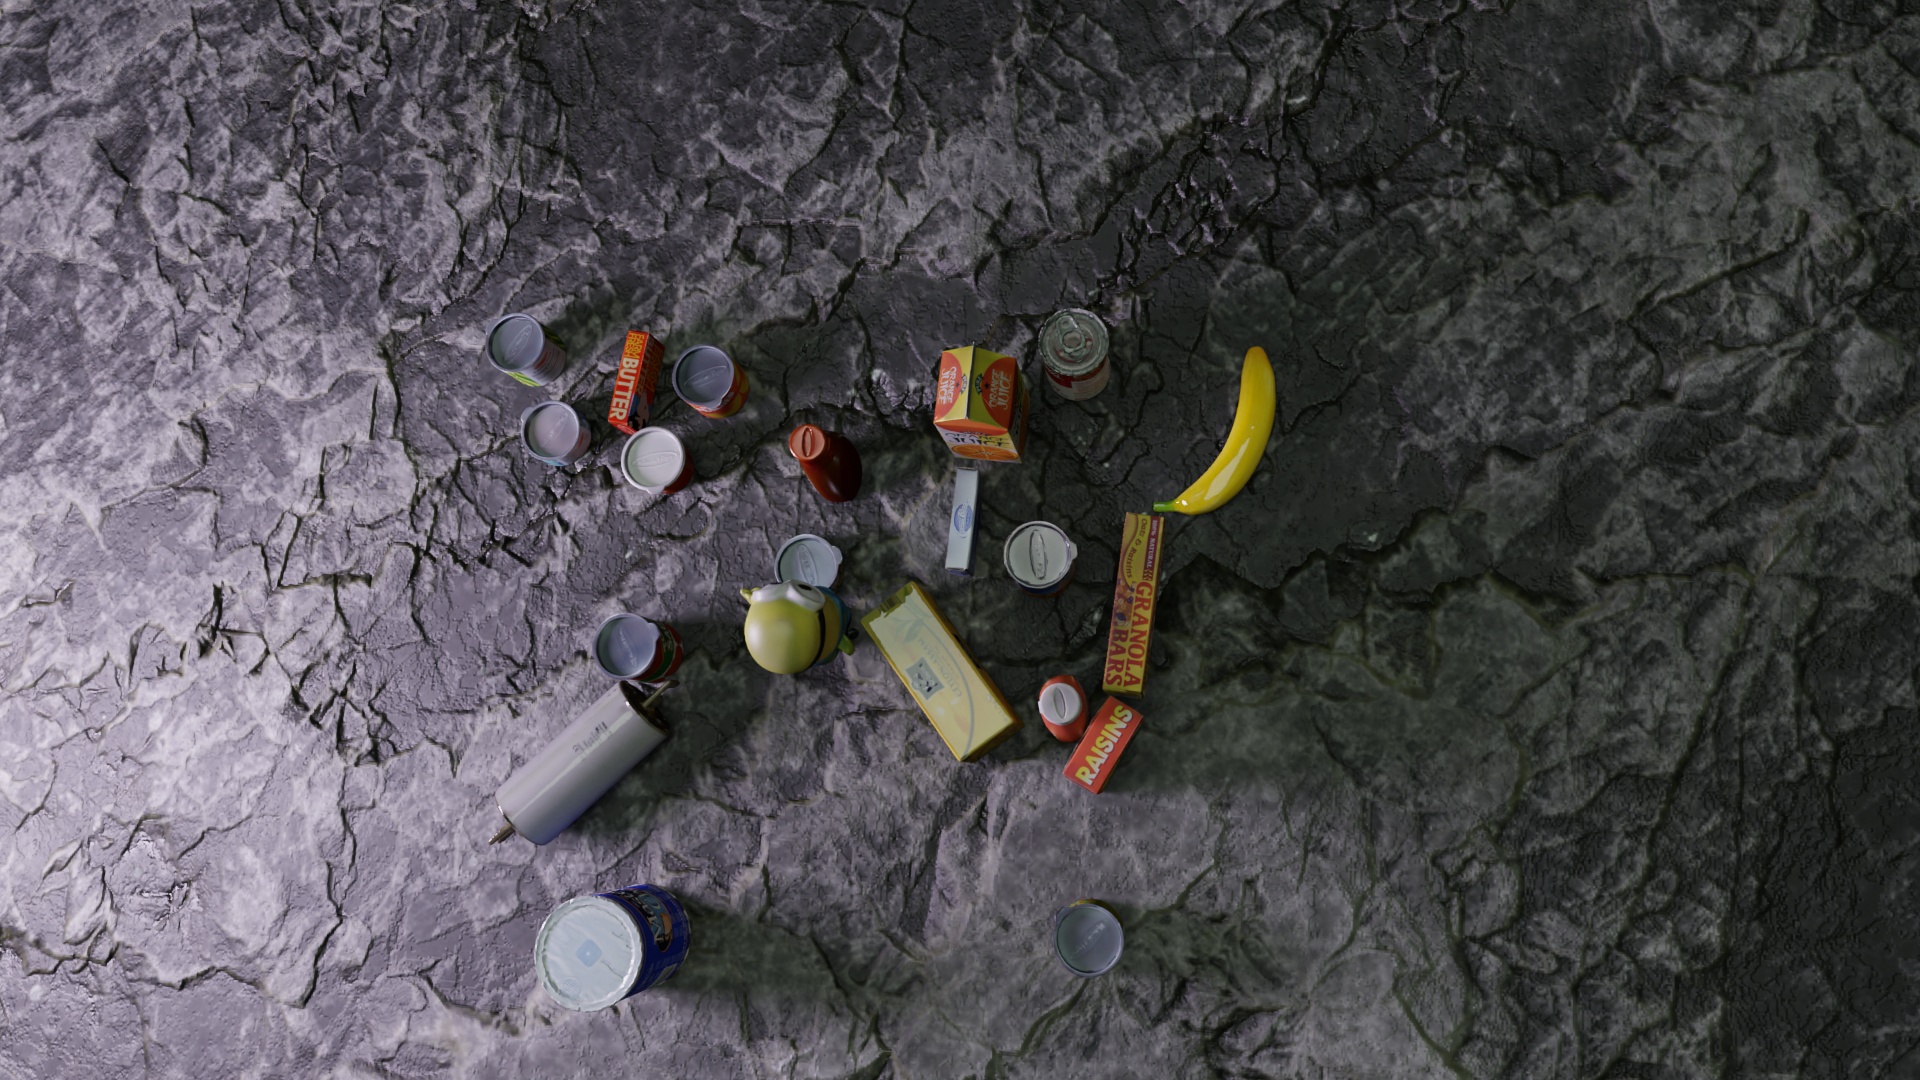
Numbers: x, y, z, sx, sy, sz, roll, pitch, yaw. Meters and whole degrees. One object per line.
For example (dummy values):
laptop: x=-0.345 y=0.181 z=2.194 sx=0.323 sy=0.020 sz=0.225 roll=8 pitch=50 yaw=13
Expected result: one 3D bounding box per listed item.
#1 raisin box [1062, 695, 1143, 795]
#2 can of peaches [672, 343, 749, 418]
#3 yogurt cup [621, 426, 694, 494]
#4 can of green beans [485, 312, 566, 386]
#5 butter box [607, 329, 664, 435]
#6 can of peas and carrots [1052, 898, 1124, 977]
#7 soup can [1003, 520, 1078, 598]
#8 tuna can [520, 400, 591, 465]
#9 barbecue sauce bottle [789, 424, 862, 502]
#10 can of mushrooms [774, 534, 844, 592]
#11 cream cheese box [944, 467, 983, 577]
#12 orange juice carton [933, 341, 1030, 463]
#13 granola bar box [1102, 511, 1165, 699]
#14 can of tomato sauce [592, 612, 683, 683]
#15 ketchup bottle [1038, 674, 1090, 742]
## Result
raisin box: x=0.136 y=0.193 z=1.306 sx=0.040 sy=0.123 sz=0.086 roll=31 pitch=86 yaw=11
can of peaches: x=-0.260 y=-0.164 z=1.455 sx=0.071 sy=0.058 sz=0.071 roll=-1 pitch=80 yaw=8
yogurt cup: x=-0.313 y=-0.080 z=1.450 sx=0.072 sy=0.054 sz=0.072 roll=-1 pitch=80 yaw=7
can of green beans: x=-0.465 y=-0.204 z=1.490 sx=0.071 sy=0.057 sz=0.071 roll=-1 pitch=80 yaw=8
butter box: x=-0.342 y=-0.166 z=1.469 sx=0.024 sy=0.053 sz=0.103 roll=9 pitch=82 yaw=9
can of peas and carrots: x=0.120 y=0.372 z=1.310 sx=0.071 sy=0.058 sz=0.071 roll=-1 pitch=80 yaw=8
soup can: x=0.082 y=0.020 z=1.364 sx=0.071 sy=0.083 sz=0.071 roll=-1 pitch=80 yaw=8
tuna can: x=-0.433 y=-0.115 z=1.483 sx=0.071 sy=0.033 sz=0.071 roll=-1 pitch=80 yaw=7
barbecue sauce bottle: x=-0.133 y=-0.081 z=1.377 sx=0.044 sy=0.148 sz=0.065 roll=0 pitch=81 yaw=8
can of mushrooms: x=-0.151 y=0.028 z=1.420 sx=0.071 sy=0.033 sz=0.071 roll=-1 pitch=80 yaw=7
cream cheese box: x=0.005 y=-0.018 z=1.396 sx=0.024 sy=0.053 sz=0.104 roll=5 pitch=81 yaw=9
orange juice carton: x=0.021 y=-0.131 z=1.343 sx=0.073 sy=0.192 sz=0.072 roll=6 pitch=82 yaw=9
granola bar box: x=0.167 y=0.065 z=1.324 sx=0.039 sy=0.124 sz=0.165 roll=7 pitch=81 yaw=9
can of tomato sauce: x=-0.323 y=0.109 z=1.403 sx=0.071 sy=0.083 sz=0.071 roll=-1 pitch=80 yaw=8
ketchup bottle: x=0.097 y=0.157 z=1.305 sx=0.043 sy=0.148 sz=0.065 roll=-12 pitch=79 yaw=6
